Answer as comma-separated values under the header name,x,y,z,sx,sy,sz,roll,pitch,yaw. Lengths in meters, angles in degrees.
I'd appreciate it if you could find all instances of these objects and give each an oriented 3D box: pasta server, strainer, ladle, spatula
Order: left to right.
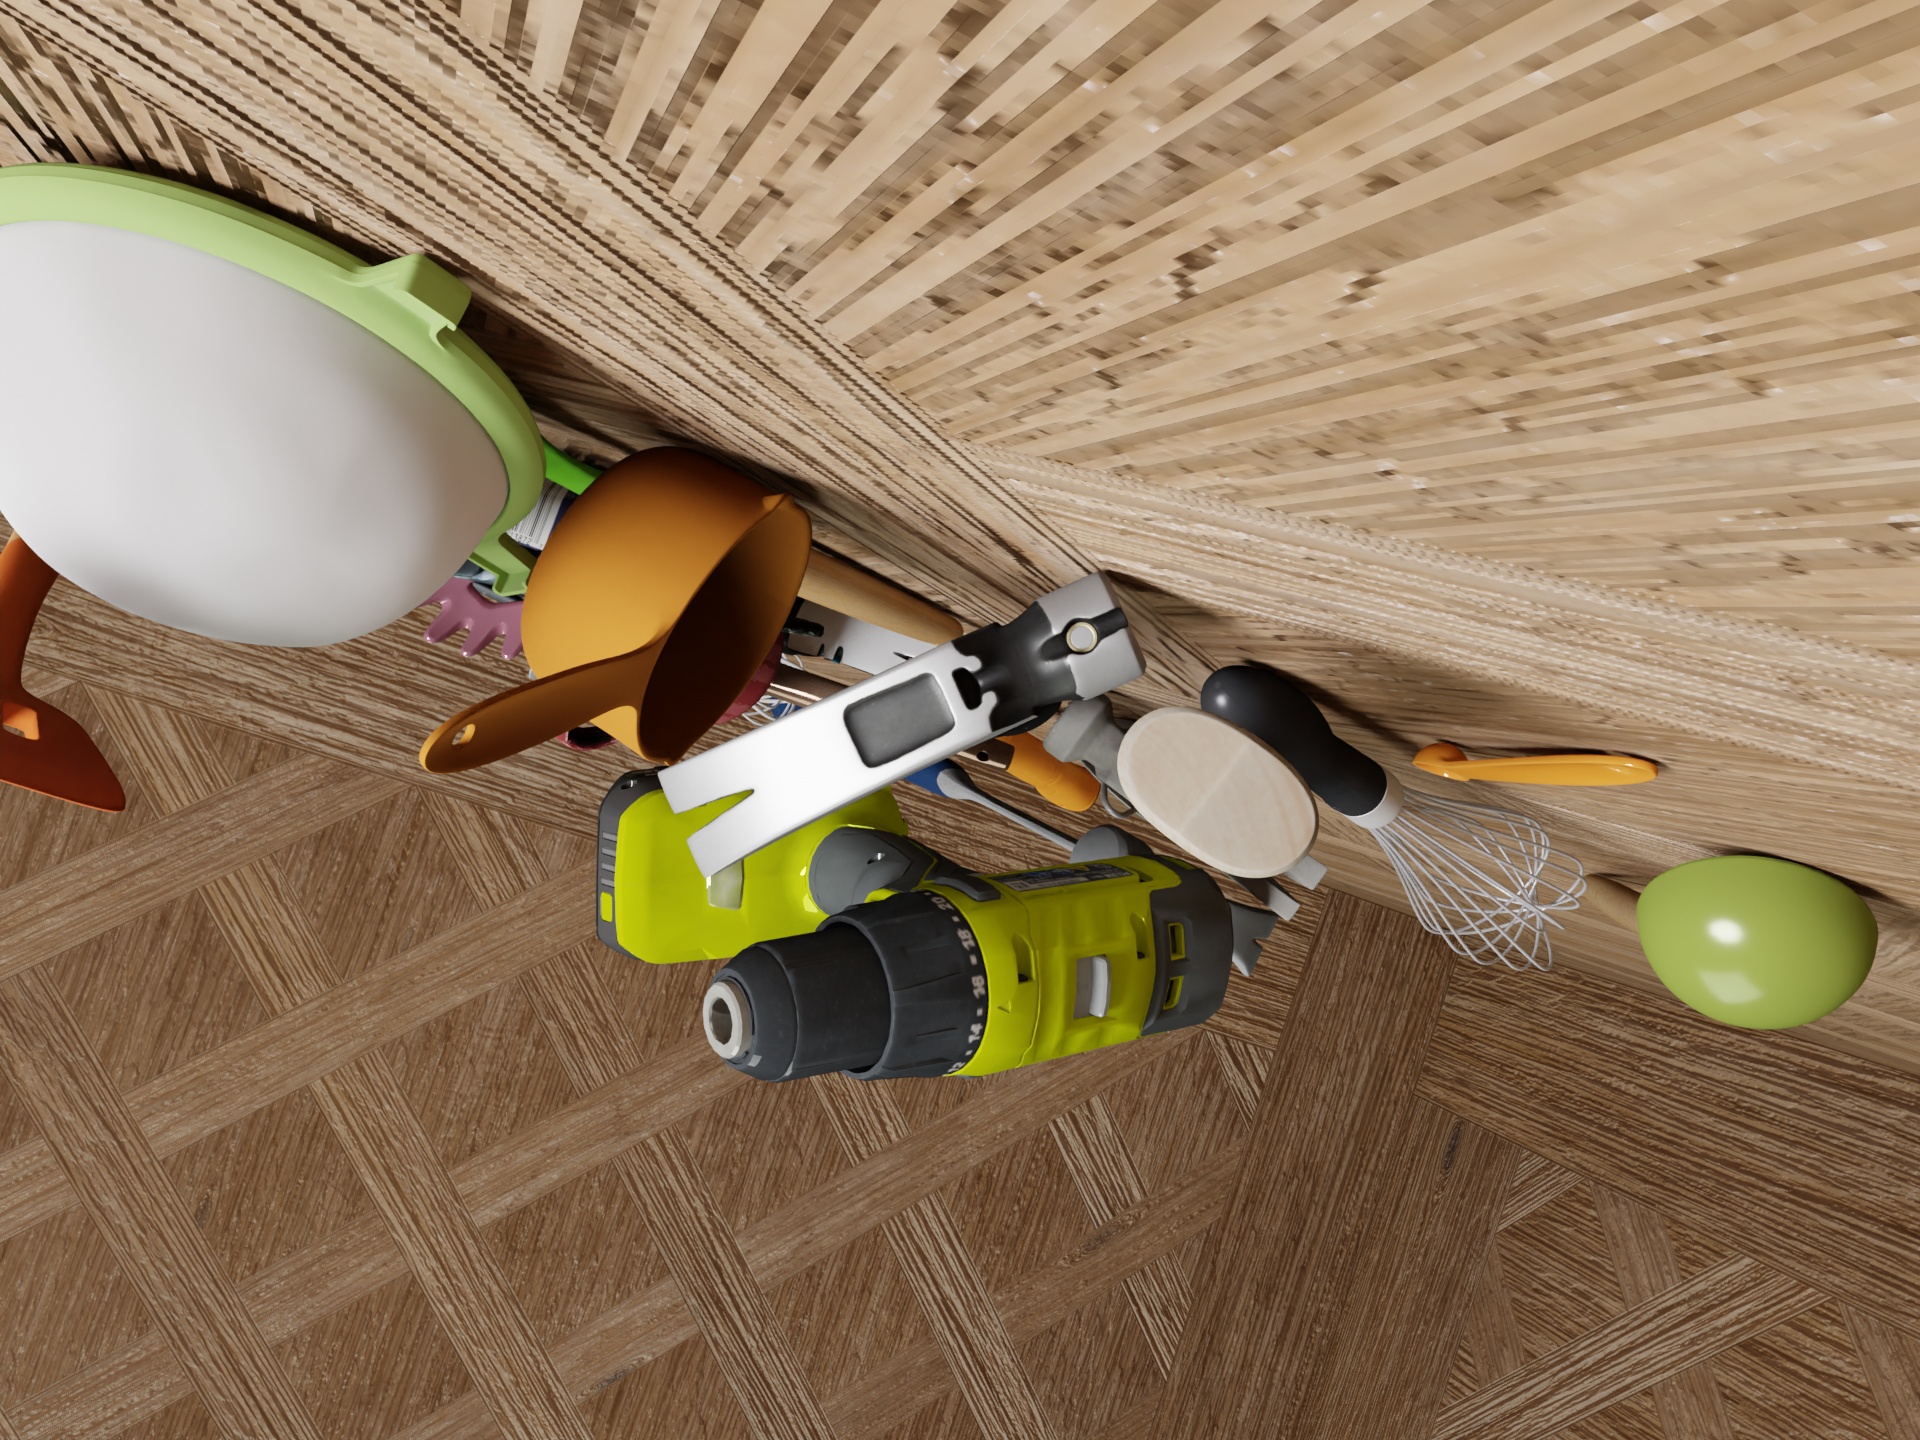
name,x,y,z,sx,sy,sz,roll,pitch,yaw
strainer,-0.237,-0.072,0.391,0.256,0.069,0.151,12,158,-3
spatula,-0.264,-0.065,0.469,0.081,0.041,0.323,25,-156,-28
pasta server,-0.126,-0.027,0.791,0.316,0.060,0.040,18,-149,7
strainer,0.092,0.021,0.945,0.087,0.050,0.258,41,-178,-3
ladle,0.307,0.078,0.689,0.078,0.062,0.320,17,-176,11

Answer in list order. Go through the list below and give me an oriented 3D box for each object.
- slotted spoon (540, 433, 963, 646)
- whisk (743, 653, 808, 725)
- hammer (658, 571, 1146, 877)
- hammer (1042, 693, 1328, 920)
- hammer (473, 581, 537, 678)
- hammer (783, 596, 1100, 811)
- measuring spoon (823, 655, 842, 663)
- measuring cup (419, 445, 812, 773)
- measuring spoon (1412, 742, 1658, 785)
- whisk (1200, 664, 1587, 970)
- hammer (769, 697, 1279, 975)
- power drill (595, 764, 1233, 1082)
name,x,y,z,sx,sy,sz,roll,pitch,yaw
slotted spoon,-0.094,-0.069,0.556,0.070,0.031,0.313,11,175,38
whisk,-0.161,-0.058,0.886,0.059,0.058,0.246,-11,154,26
hammer,-0.001,-0.002,0.598,0.146,0.035,0.335,-24,178,7
hammer,0.092,0.034,0.573,0.146,0.038,0.410,37,-179,5
hammer,-0.370,-0.121,0.881,0.409,0.036,0.149,24,-151,-3
hammer,0.018,0.005,0.925,0.127,0.034,0.336,18,173,28
measuring spoon,-0.120,-0.069,0.893,0.128,0.021,0.042,28,178,9
measuring cup,-0.105,-0.027,0.436,0.052,0.095,0.173,32,-155,12
measuring spoon,0.177,0.012,0.496,0.021,0.011,0.117,20,174,-13
whisk,0.169,0.039,0.602,0.070,0.070,0.284,16,171,44
hammer,0.007,0.041,0.881,0.144,0.035,0.406,29,177,-36
power drill,-0.043,0.071,0.580,0.190,0.080,0.229,-3,-170,-37
